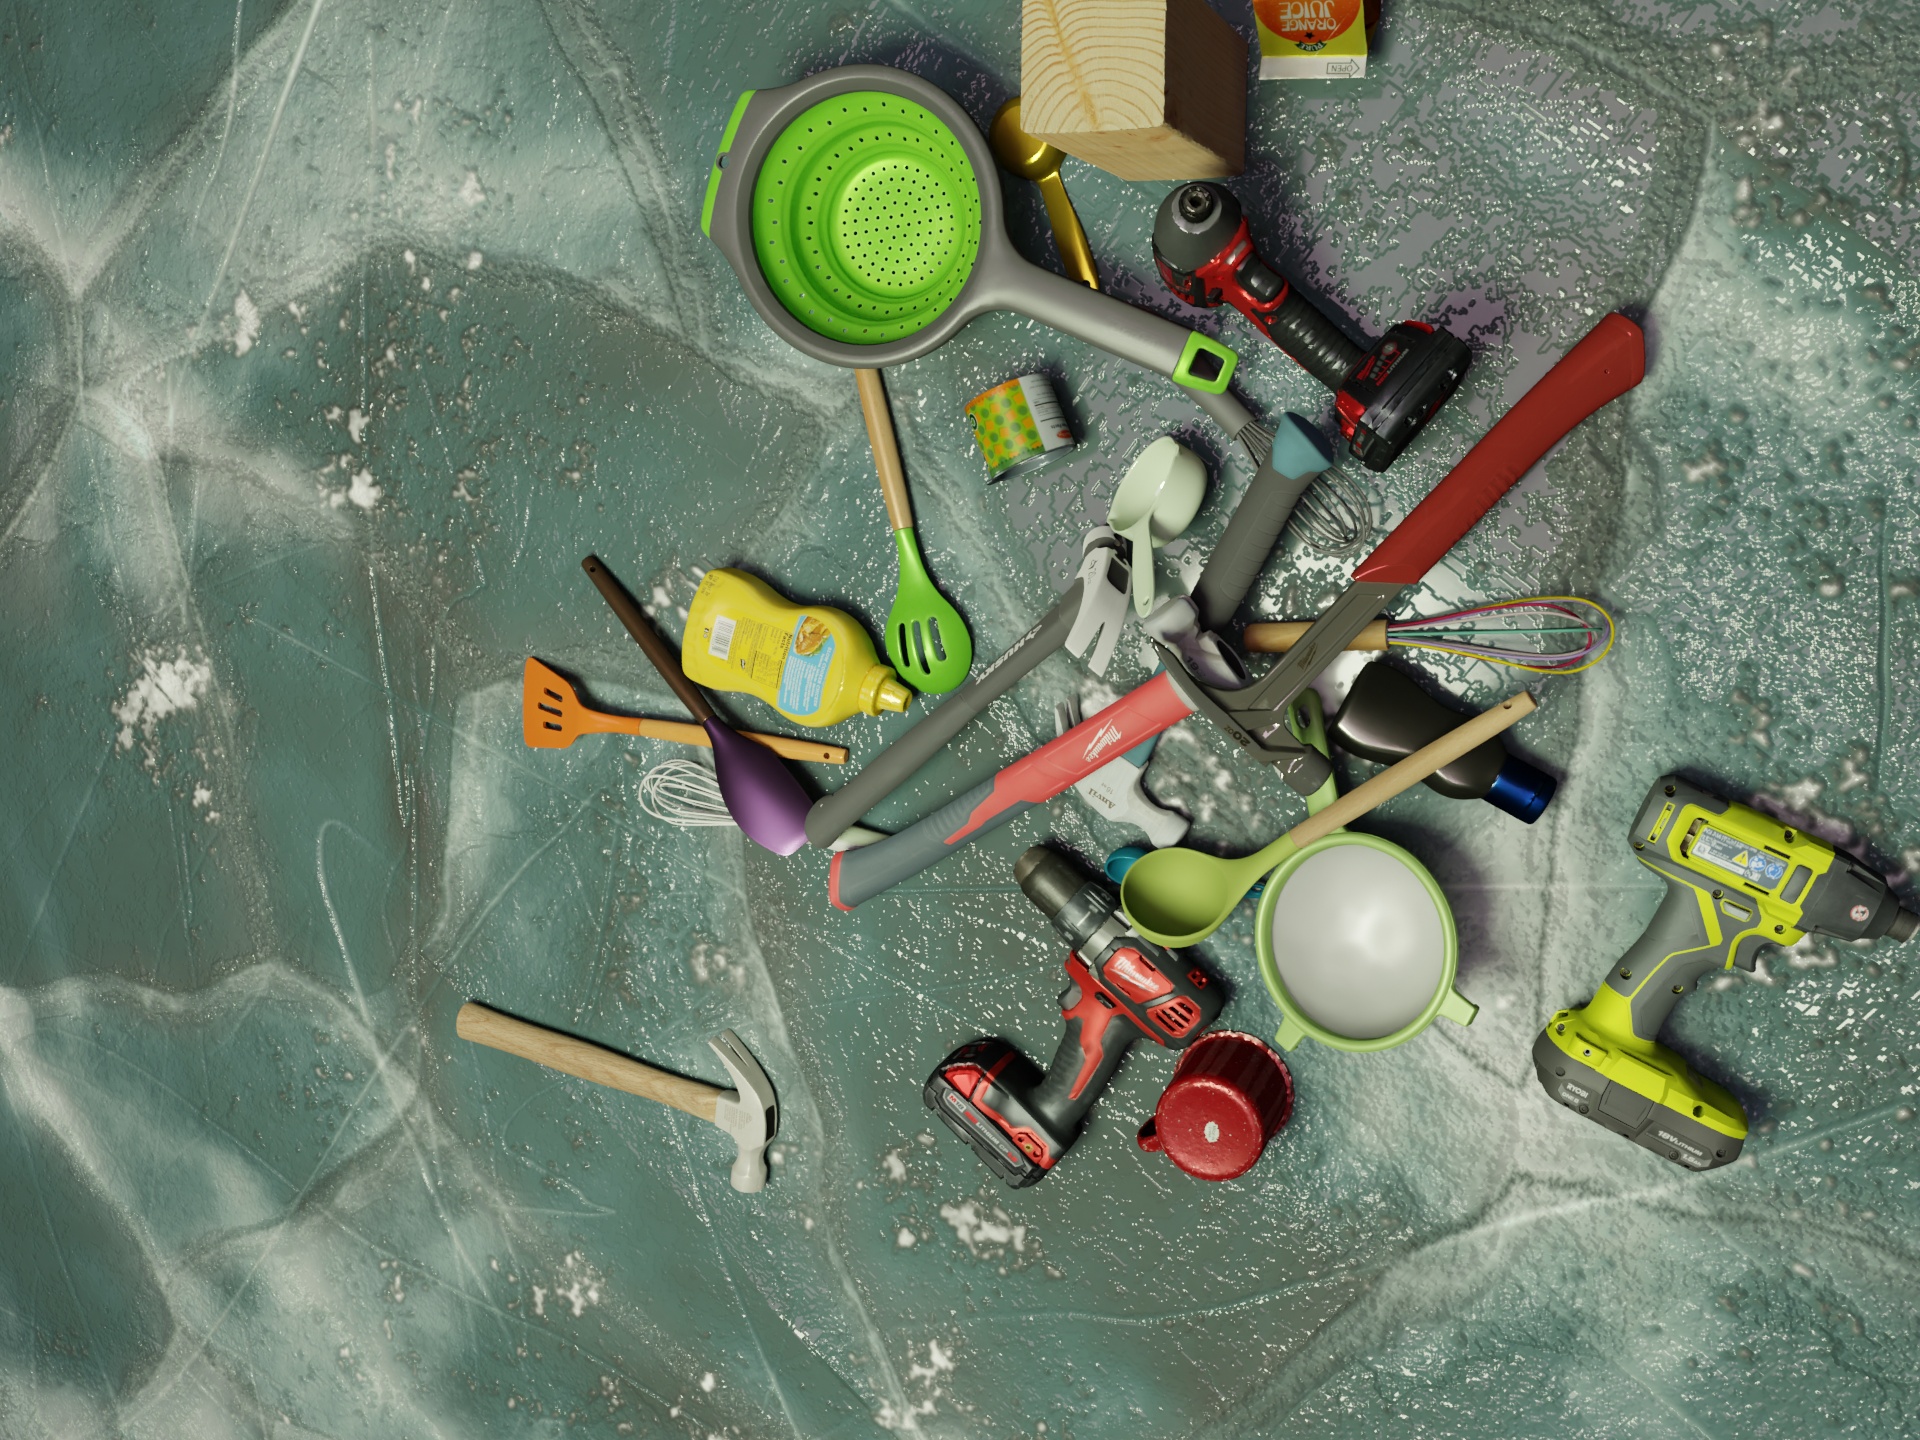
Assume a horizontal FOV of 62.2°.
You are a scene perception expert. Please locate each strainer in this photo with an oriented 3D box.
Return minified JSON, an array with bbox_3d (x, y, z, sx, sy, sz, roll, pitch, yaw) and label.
[{"bbox_3d":[0.278,0.102,1.122,0.151,0.069,0.256,-20,74,39],"label":"strainer"}]

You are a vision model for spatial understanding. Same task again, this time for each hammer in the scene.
[{"bbox_3d":[-0.002,-0.004,1.181,0.035,0.146,0.334,39,120,-19],"label":"hammer"},{"bbox_3d":[0.053,0.061,1.173,0.386,0.038,0.143,-33,98,31],"label":"hammer"},{"bbox_3d":[-0.312,0.310,1.421,0.331,0.031,0.130,13,105,21],"label":"hammer"},{"bbox_3d":[0.292,-0.124,1.026,0.149,0.037,0.359,42,98,-8],"label":"hammer"},{"bbox_3d":[0.168,-0.063,1.115,0.128,0.033,0.330,34,122,14],"label":"hammer"}]

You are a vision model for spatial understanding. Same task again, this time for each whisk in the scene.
[{"bbox_3d":[0.197,-0.205,1.103,0.239,0.055,0.055,49,114,13],"label":"whisk"},{"bbox_3d":[0.313,-0.056,1.082,0.245,0.051,0.047,0,105,26],"label":"whisk"},{"bbox_3d":[-0.153,0.081,1.305,0.246,0.059,0.057,14,143,16],"label":"whisk"}]

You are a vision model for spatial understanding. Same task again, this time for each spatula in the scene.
[{"bbox_3d":[-0.242,0.007,1.343,0.323,0.041,0.081,8,102,18],"label":"spatula"},{"bbox_3d":[-0.223,-0.017,1.310,0.060,0.018,0.316,-39,74,-1],"label":"spatula"}]

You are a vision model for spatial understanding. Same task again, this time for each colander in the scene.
[{"bbox_3d":[0.015,-0.325,1.138,0.397,0.094,0.204,25,109,8],"label":"colander"}]

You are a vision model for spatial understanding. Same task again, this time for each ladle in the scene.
[{"bbox_3d":[0.241,0.063,1.075,0.320,0.062,0.078,-37,42,31],"label":"ladle"}]

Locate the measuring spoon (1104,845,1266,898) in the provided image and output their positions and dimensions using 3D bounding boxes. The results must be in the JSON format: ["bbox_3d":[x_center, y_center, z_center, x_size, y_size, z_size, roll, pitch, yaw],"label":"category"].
[{"bbox_3d":[0.172,0.113,1.186,0.128,0.021,0.042,8,144,14],"label":"measuring spoon"}]

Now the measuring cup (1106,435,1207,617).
[{"bbox_3d":[0.138,-0.124,1.090,0.038,0.168,0.083,25,135,-21],"label":"measuring cup"}]

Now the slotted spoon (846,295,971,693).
[{"bbox_3d":[-0.052,-0.172,1.226,0.070,0.031,0.314,-11,94,23],"label":"slotted spoon"}]

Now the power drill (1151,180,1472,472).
[{"bbox_3d":[0.216,-0.264,1.029,0.220,0.143,0.078,41,95,9],"label":"power drill"}]

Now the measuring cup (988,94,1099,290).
[{"bbox_3d":[0.065,-0.371,1.136,0.062,0.029,0.156,-20,90,25],"label":"measuring cup"}]

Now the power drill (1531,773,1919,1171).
[{"bbox_3d":[0.487,0.168,1.030,0.171,0.080,0.223,27,106,17],"label":"power drill"}]

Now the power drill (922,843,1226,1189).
[{"bbox_3d":[0.068,0.224,1.221,0.188,0.080,0.226,43,110,11],"label":"power drill"}]
